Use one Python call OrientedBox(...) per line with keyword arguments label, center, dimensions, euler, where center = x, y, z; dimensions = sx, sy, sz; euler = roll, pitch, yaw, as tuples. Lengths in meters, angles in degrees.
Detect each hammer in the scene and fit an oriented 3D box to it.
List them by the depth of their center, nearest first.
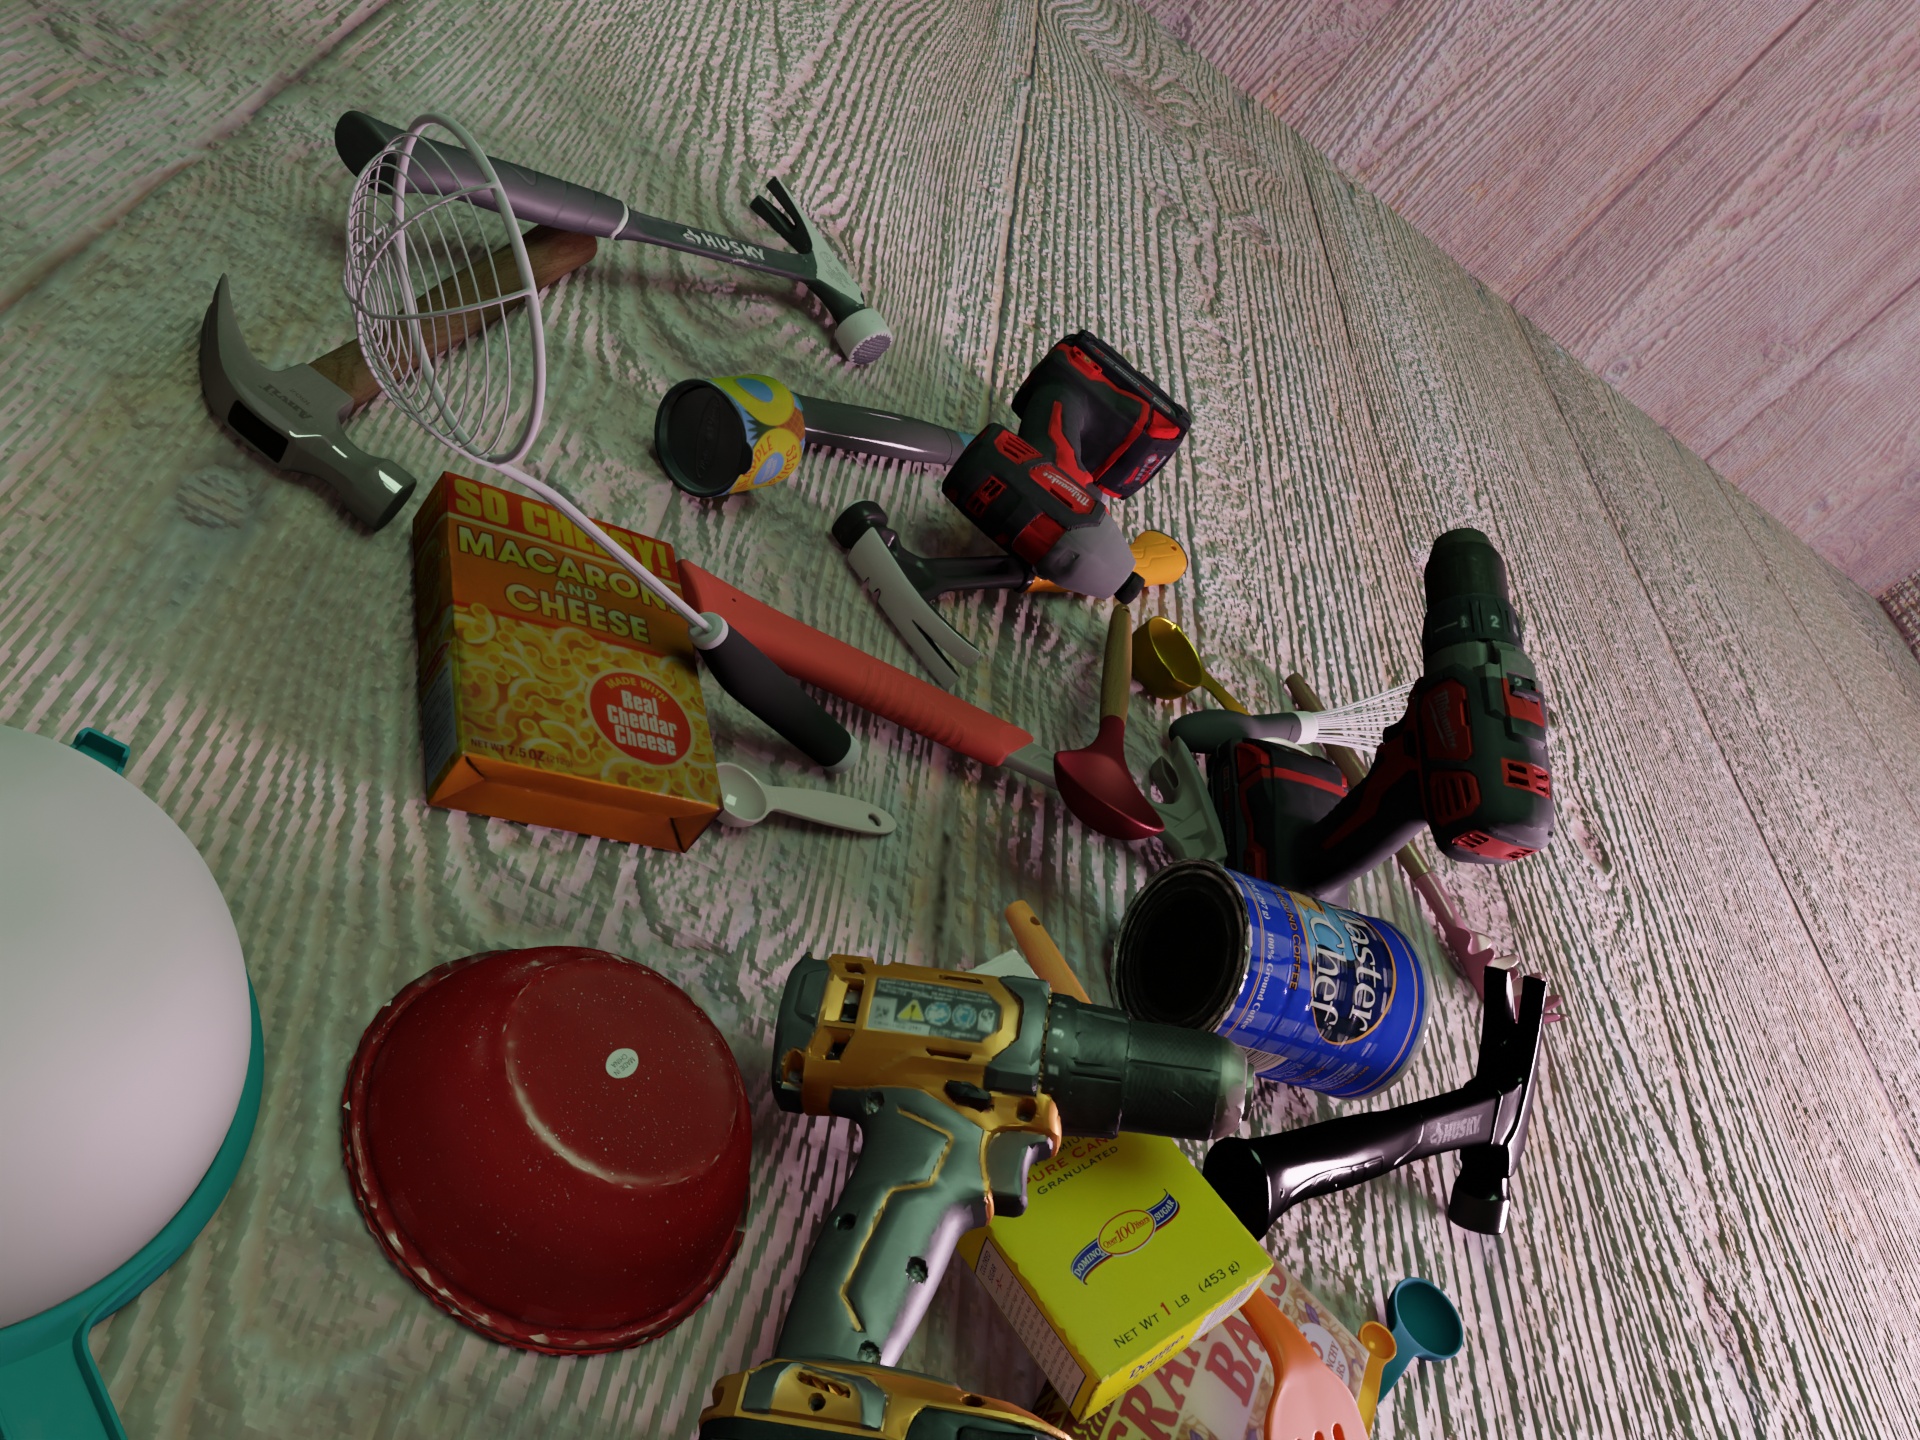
OrientedBox(label="hammer", center=(0.211, 0.198, 0.773), dimensions=(0.035, 0.146, 0.334), euler=(12, 2, 38))
OrientedBox(label="hammer", center=(-0.277, -0.215, 0.844), dimensions=(0.130, 0.031, 0.331), euler=(37, 33, -10))
OrientedBox(label="hammer", center=(-0.001, -0.003, 0.886), dimensions=(0.358, 0.036, 0.149), euler=(25, 29, -23))
OrientedBox(label="hammer", center=(-0.200, -0.310, 0.982), dimensions=(0.408, 0.036, 0.149), euler=(-6, 61, -56))
OrientedBox(label="hammer", center=(0.061, -0.095, 1.065), dimensions=(0.336, 0.034, 0.127), euler=(-11, 60, -52))
OrientedBox(label="hammer", center=(-0.016, -0.190, 1.092), dimensions=(0.330, 0.033, 0.128), euler=(2, 50, -46))

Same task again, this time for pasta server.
OrientedBox(label="pasta server", center=(0.322, 0.085, 1.137), dimensions=(0.060, 0.040, 0.316), euler=(18, 38, -52))

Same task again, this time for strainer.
OrientedBox(label="strainer", center=(-0.258, 0.119, 0.429), dimensions=(0.211, 0.095, 0.341), euler=(-11, 59, -51))

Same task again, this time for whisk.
OrientedBox(label="whisk", center=(0.261, 0.003, 1.108), dimensions=(0.284, 0.070, 0.070), euler=(-2, 52, -30))

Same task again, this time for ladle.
OrientedBox(label="ladle", center=(0.090, -0.009, 0.942), dimensions=(0.069, 0.031, 0.316), euler=(32, 25, -8))

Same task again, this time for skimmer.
OrientedBox(label="skimmer", center=(-0.128, -0.094, 0.693), dimensions=(0.127, 0.090, 0.362), euler=(32, -10, 43))

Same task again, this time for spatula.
OrientedBox(label="spatula", center=(0.092, 0.213, 0.692), dimensions=(0.081, 0.041, 0.323), euler=(4, 44, -42))

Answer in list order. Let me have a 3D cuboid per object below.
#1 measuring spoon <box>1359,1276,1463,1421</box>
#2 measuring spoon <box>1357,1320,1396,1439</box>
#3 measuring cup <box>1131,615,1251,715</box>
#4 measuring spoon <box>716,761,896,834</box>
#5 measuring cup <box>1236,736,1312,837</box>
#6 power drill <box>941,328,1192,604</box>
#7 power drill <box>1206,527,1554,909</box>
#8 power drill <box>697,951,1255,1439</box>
OrientedBox(label="measuring spoon", center=(0.202, 0.316, 0.774), dimensions=(0.128, 0.021, 0.042), euler=(-19, 61, -44))
OrientedBox(label="measuring spoon", center=(0.176, 0.324, 0.725), dimensions=(0.021, 0.011, 0.117), euler=(33, 44, 7))
OrientedBox(label="measuring cup", center=(0.171, -0.011, 1.104), dimensions=(0.156, 0.029, 0.062), euler=(42, 34, -25))
OrientedBox(label="measuring spoon", center=(-0.079, 0.046, 0.781), dimensions=(0.124, 0.018, 0.034), euler=(15, 42, -46))
OrientedBox(label="measuring cup", center=(0.177, 0.072, 1.009), dimensions=(0.083, 0.038, 0.167), euler=(49, 50, 8))
OrientedBox(label="power drill", center=(0.080, -0.166, 1.067), dimensions=(0.143, 0.078, 0.220), euler=(38, 36, -7))
OrientedBox(label="power drill", center=(0.236, 0.013, 0.902), dimensions=(0.080, 0.226, 0.188), euler=(15, 60, -23))
OrientedBox(label="power drill", center=(0.009, 0.189, 0.566), dimensions=(0.185, 0.084, 0.226), euler=(7, 46, 5))
